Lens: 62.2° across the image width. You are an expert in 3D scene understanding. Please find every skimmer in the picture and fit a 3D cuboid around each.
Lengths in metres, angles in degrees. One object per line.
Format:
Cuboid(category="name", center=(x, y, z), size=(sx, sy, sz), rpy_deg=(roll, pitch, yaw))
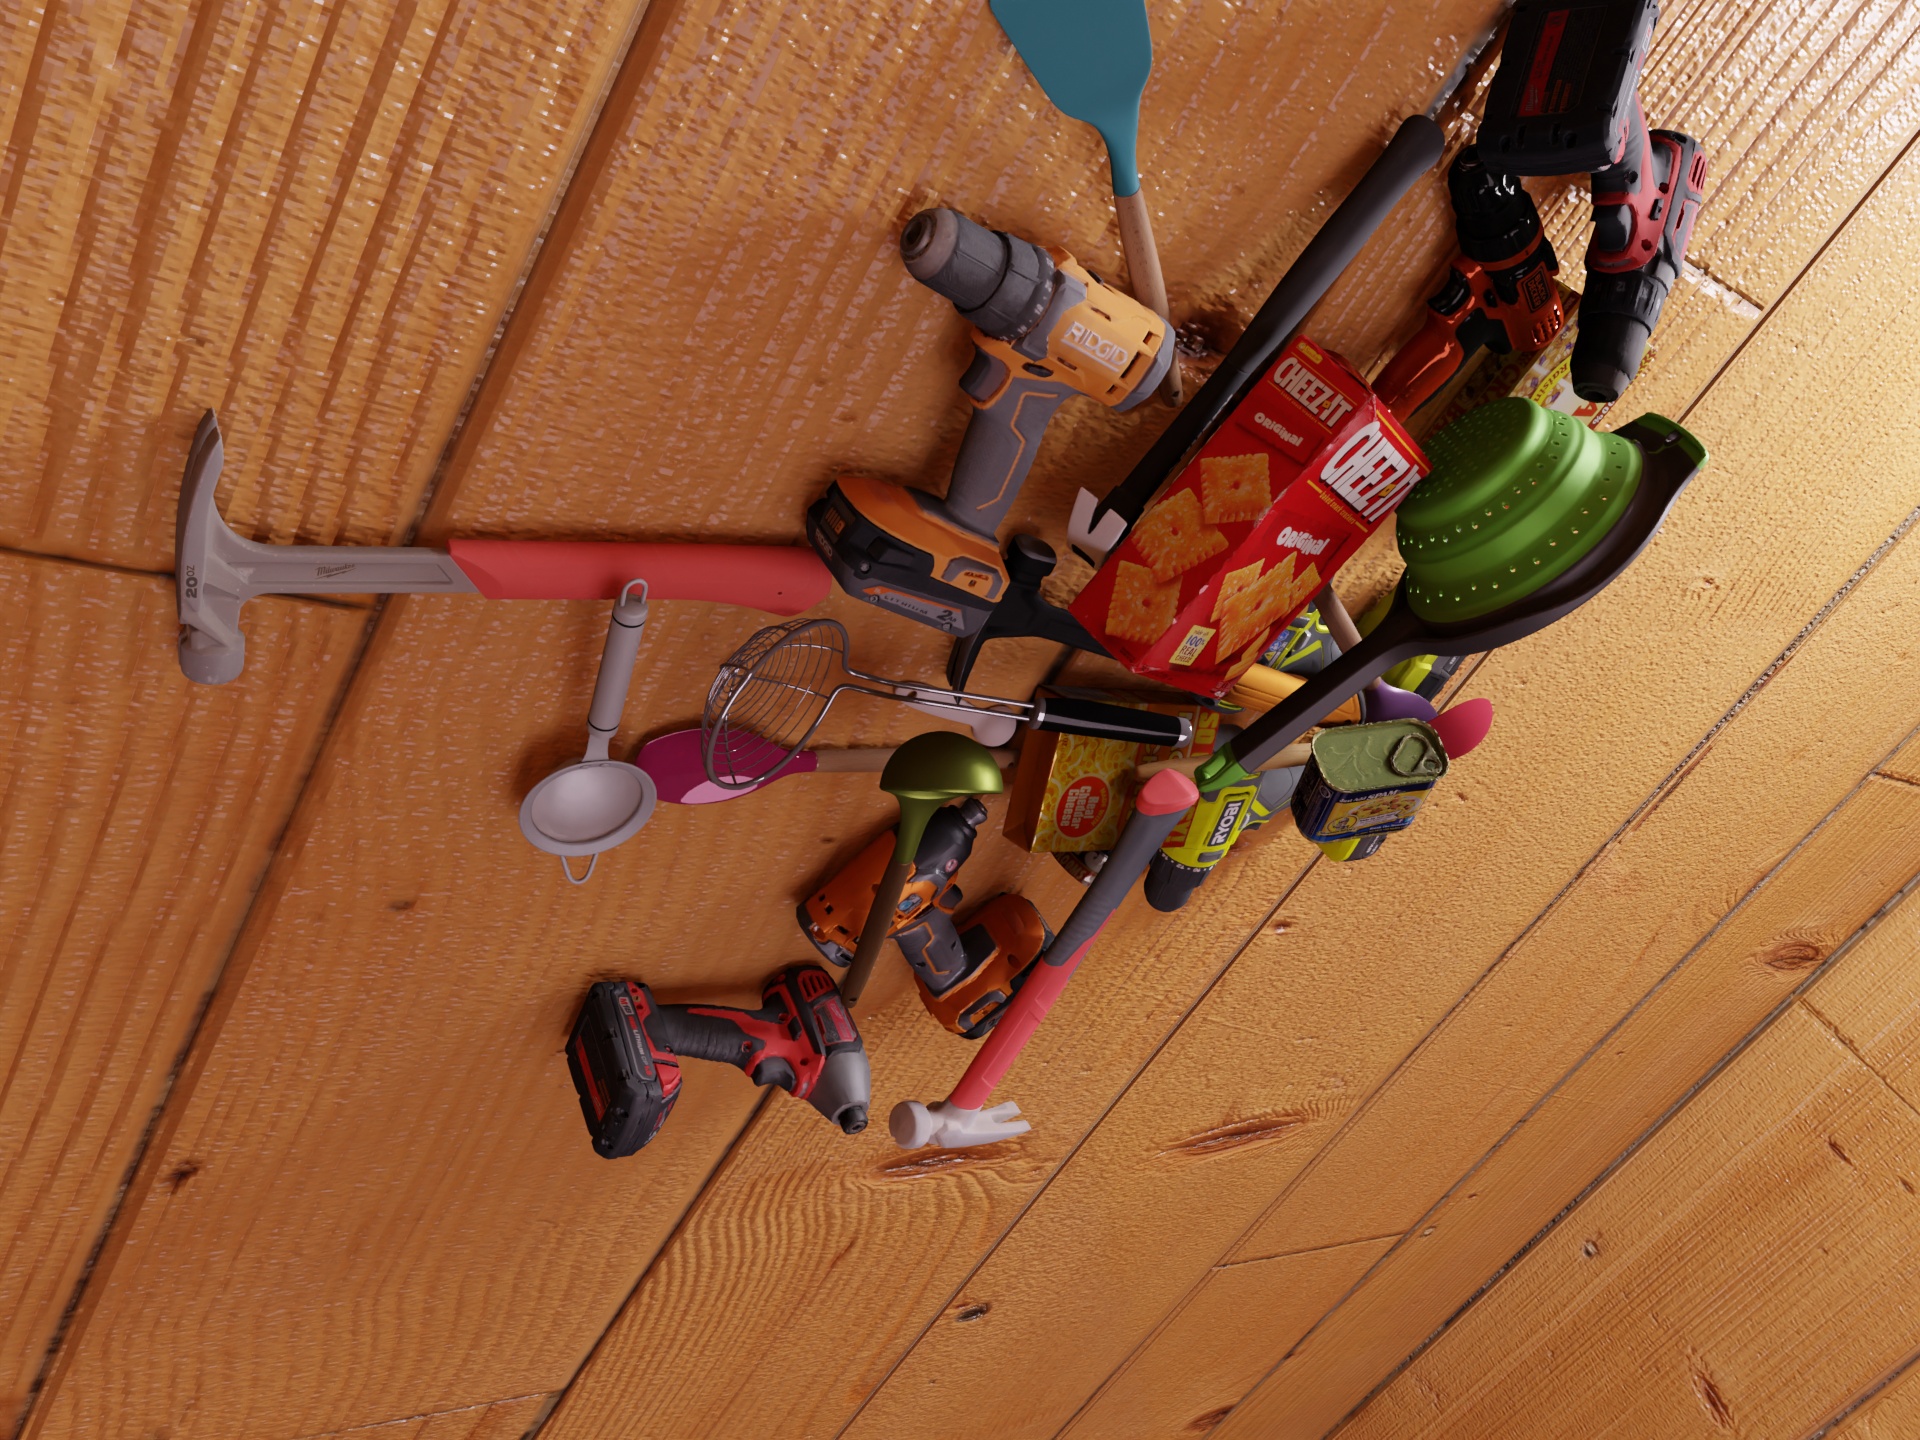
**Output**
Cuboid(category="skimmer", center=(0.004, 0.005, 1.054), size=(0.363, 0.090, 0.127), rpy_deg=(8, 124, -23))

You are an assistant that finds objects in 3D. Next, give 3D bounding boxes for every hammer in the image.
Cuboid(category="hammer", center=(-0.233, -0.090, 0.875), size=(0.359, 0.037, 0.149), rpy_deg=(-3, 132, -33))
Cuboid(category="hammer", center=(0.180, -0.231, 0.986), size=(0.335, 0.035, 0.146), rpy_deg=(-51, 174, 8))
Cuboid(category="hammer", center=(0.086, 0.199, 1.273), size=(0.143, 0.038, 0.386), rpy_deg=(8, 122, -42))
Cuboid(category="hammer", center=(0.155, -0.035, 1.153), size=(0.336, 0.034, 0.127), rpy_deg=(14, 122, -27))

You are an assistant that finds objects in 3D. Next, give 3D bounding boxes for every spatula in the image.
Cuboid(category="spatula", center=(0.096, -0.294, 0.916), size=(0.082, 0.044, 0.317), rpy_deg=(-32, 146, -3))
Cuboid(category="spatula", center=(0.310, -0.043, 1.219), size=(0.060, 0.018, 0.315), rpy_deg=(-33, 138, 11))

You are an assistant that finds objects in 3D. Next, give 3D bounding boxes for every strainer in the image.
Cuboid(category="strainer", center=(-0.216, 0.005, 0.957), size=(0.086, 0.050, 0.258), rpy_deg=(-4, 142, -27))

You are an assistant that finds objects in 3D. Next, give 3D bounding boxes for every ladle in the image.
Cuboid(category="ladle", center=(0.283, 0.023, 1.249), size=(0.315, 0.031, 0.069), rpy_deg=(-6, 139, -15))
Cuboid(category="ladle", center=(-0.044, 0.119, 1.092), size=(0.078, 0.062, 0.320), rpy_deg=(3, 138, -17))

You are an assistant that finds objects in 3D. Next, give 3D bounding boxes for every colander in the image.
Cuboid(category="colander", center=(0.295, -0.096, 1.077), size=(0.397, 0.205, 0.094), rpy_deg=(-39, 109, 17))

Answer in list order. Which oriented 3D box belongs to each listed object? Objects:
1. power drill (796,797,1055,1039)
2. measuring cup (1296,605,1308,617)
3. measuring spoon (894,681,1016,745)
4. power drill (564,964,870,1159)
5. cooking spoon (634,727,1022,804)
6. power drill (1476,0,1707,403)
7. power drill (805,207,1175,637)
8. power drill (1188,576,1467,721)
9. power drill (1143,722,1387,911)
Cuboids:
Cuboid(category="power drill", center=(-0.007, 0.154, 1.262), size=(0.164, 0.084, 0.226), rpy_deg=(-40, 138, 5))
Cuboid(category="measuring cup", center=(0.221, -0.141, 1.128), size=(0.062, 0.029, 0.156), rpy_deg=(-27, 125, -7))
Cuboid(category="measuring spoon", center=(-0.002, -0.004, 1.148), size=(0.124, 0.018, 0.034), rpy_deg=(20, 117, -46))
Cuboid(category="power drill", center=(-0.172, 0.258, 1.199), size=(0.219, 0.143, 0.078), rpy_deg=(2, 132, -34))
Cuboid(category="cooking spoon", center=(-0.083, 0.028, 1.123), size=(0.318, 0.017, 0.068), rpy_deg=(0, 131, -36))
Cuboid(category="power drill", center=(0.404, -0.327, 1.006), size=(0.226, 0.080, 0.188), rpy_deg=(29, 77, -50))
Cuboid(category="power drill", center=(-0.001, -0.174, 0.923), size=(0.185, 0.084, 0.226), rpy_deg=(18, 115, -41))
Cuboid(category="power drill", center=(0.298, -0.074, 1.250), size=(0.223, 0.080, 0.171), rpy_deg=(9, 126, -37))
Cuboid(category="power drill", center=(0.271, 0.082, 1.393), size=(0.228, 0.080, 0.190), rpy_deg=(-7, 134, -28))
